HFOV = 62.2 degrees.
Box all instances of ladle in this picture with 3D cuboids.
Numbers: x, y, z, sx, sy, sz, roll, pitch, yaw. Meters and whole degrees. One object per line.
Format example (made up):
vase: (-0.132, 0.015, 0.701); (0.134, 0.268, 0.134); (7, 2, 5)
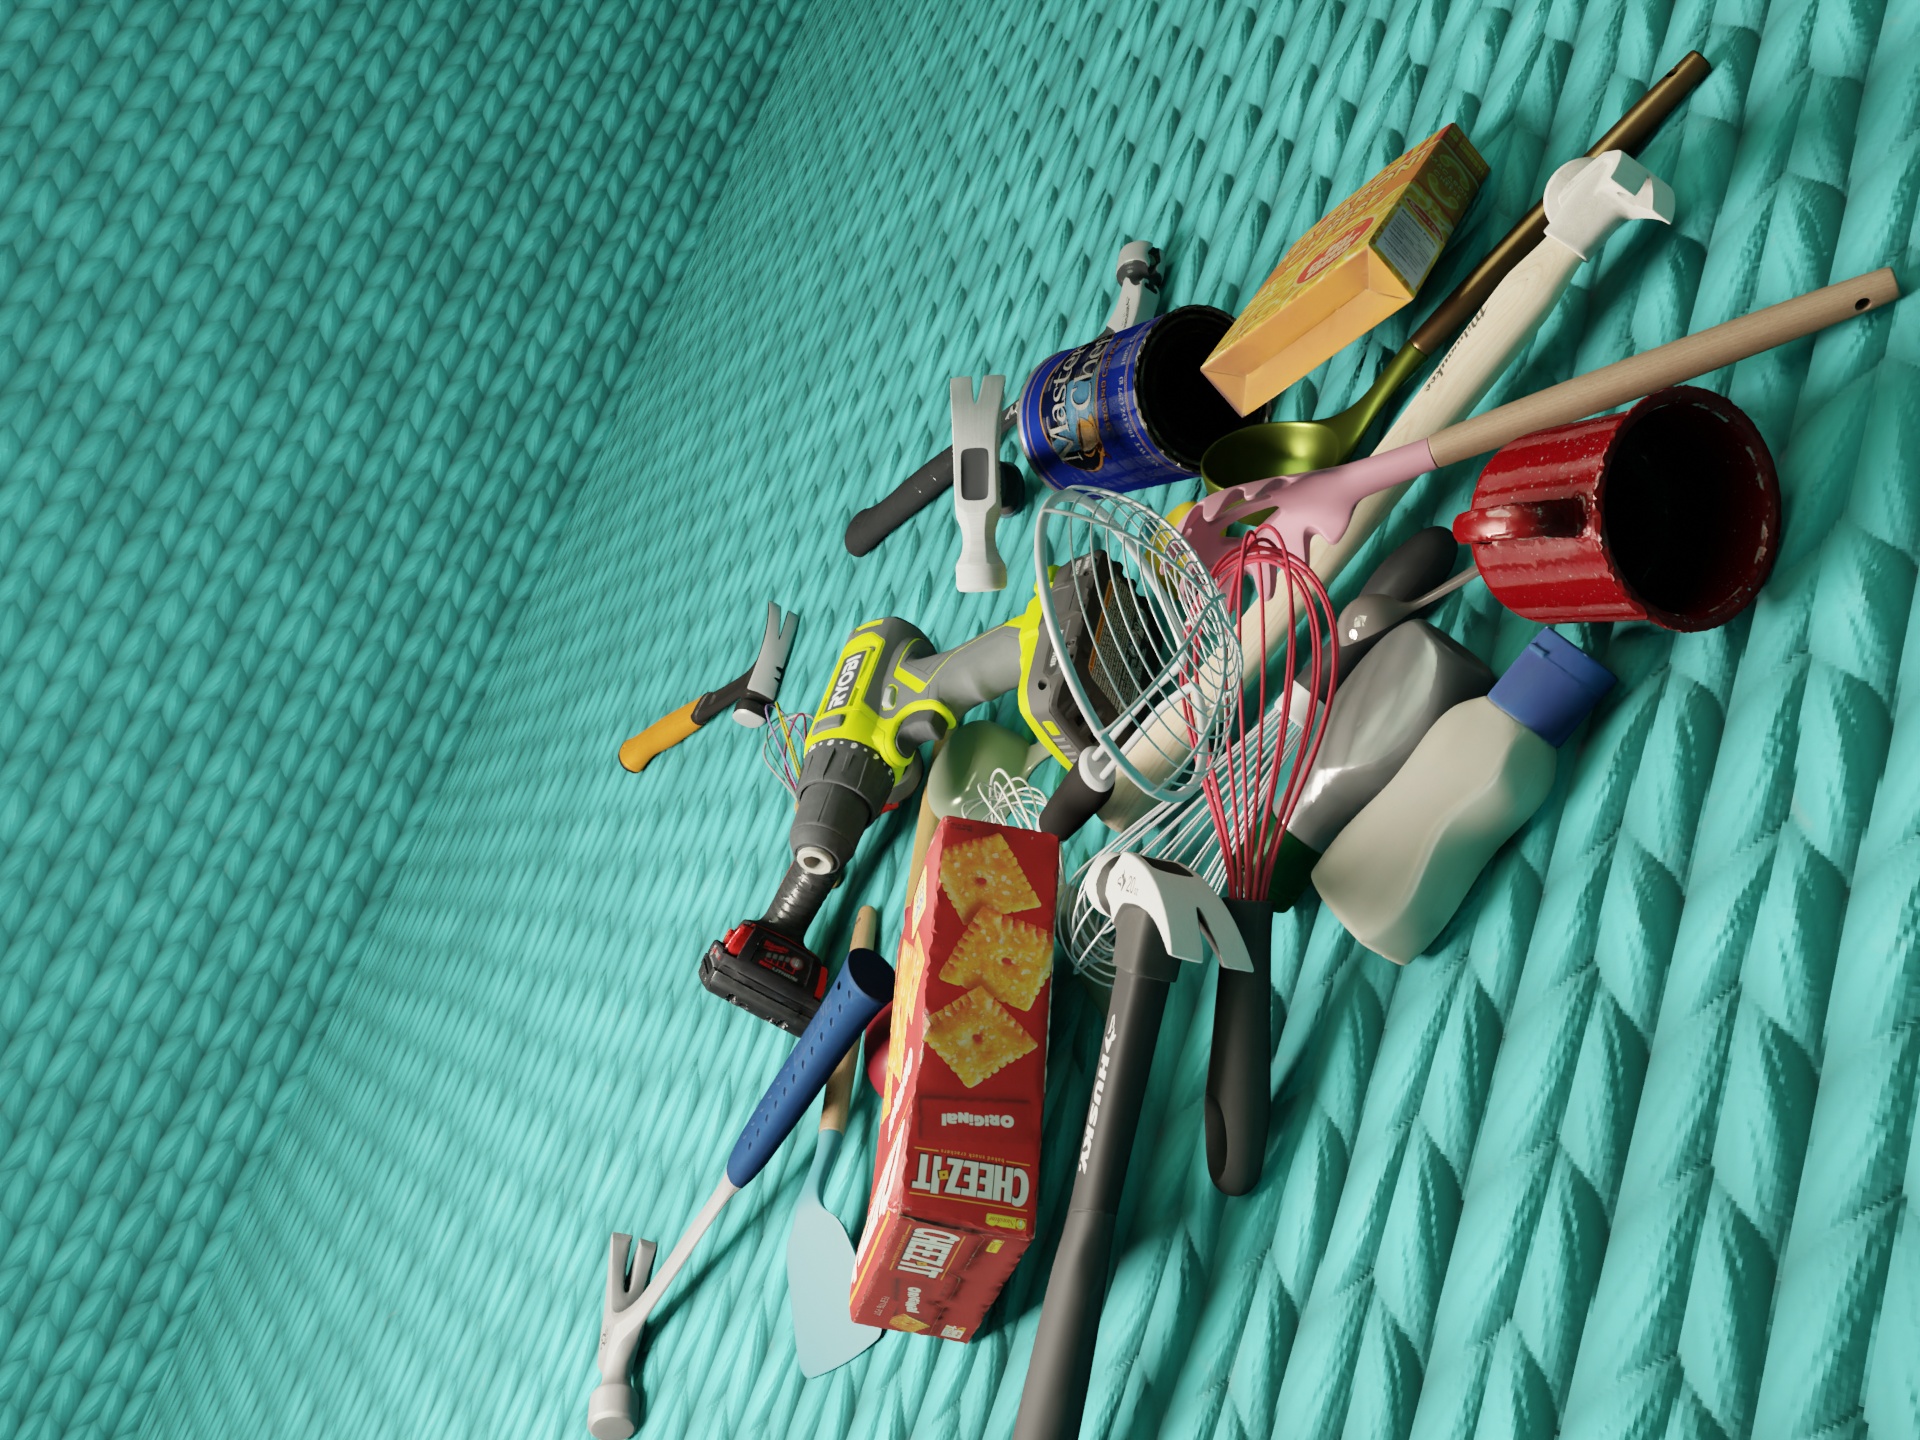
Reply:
ladle: (-0.024, 0.105, 1.058); (0.069, 0.031, 0.316); (-33, 36, 39)
ladle: (0.253, -0.222, 0.834); (0.320, 0.062, 0.078); (-47, 31, 24)

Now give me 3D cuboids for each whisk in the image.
whisk: (-0.125, 0.059, 1.287); (0.245, 0.051, 0.047); (-114, 35, -55)
whisk: (0.147, 0.018, 0.785); (0.284, 0.070, 0.070); (-51, 26, 7)
whisk: (0.054, 0.099, 0.900); (0.247, 0.057, 0.059); (-122, 29, -59)
whisk: (0.128, 0.060, 0.703); (0.073, 0.073, 0.296); (-3, 82, 61)

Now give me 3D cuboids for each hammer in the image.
hammer: (-0.270, -0.013, 1.633); (0.337, 0.034, 0.127); (-26, 43, 52)
hammer: (-0.150, 0.294, 1.032); (0.405, 0.035, 0.144); (-57, 24, 28)
hammer: (0.020, -0.228, 1.306); (0.409, 0.036, 0.149); (-30, 40, 49)
hammer: (0.055, 0.224, 0.679); (0.146, 0.035, 0.335); (180, 103, -80)
hammer: (0.193, -0.097, 0.793); (0.410, 0.038, 0.146); (-54, 1, 22)
hammer: (0.022, -0.158, 1.071); (0.331, 0.033, 0.128); (-58, -34, -81)

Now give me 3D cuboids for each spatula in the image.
spatula: (-0.070, 0.245, 1.006); (0.082, 0.044, 0.318); (-44, 26, 36)

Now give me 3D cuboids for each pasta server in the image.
pasta server: (0.233, -0.121, 0.691); (0.316, 0.060, 0.040); (-19, 42, 29)

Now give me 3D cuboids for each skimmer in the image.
skimmer: (0.049, 0.010, 0.730); (0.363, 0.090, 0.127); (114, 144, -70)

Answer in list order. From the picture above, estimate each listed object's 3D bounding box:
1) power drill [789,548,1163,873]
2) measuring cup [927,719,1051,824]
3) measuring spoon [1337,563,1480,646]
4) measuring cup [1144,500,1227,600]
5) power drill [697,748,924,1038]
power drill: (-0.002, -0.003, 0.970); (0.228, 0.080, 0.191); (-18, 38, 33)
measuring cup: (0.034, 0.015, 1.020); (0.167, 0.038, 0.083); (-40, 33, 43)
measuring spoon: (0.225, -0.071, 0.725); (0.124, 0.018, 0.034); (-30, 2, 15)
measuring cup: (0.140, -0.100, 0.908); (0.062, 0.029, 0.156); (-60, 10, 1)
power drill: (-0.096, 0.102, 1.111); (0.220, 0.078, 0.143); (-62, 10, -9)
